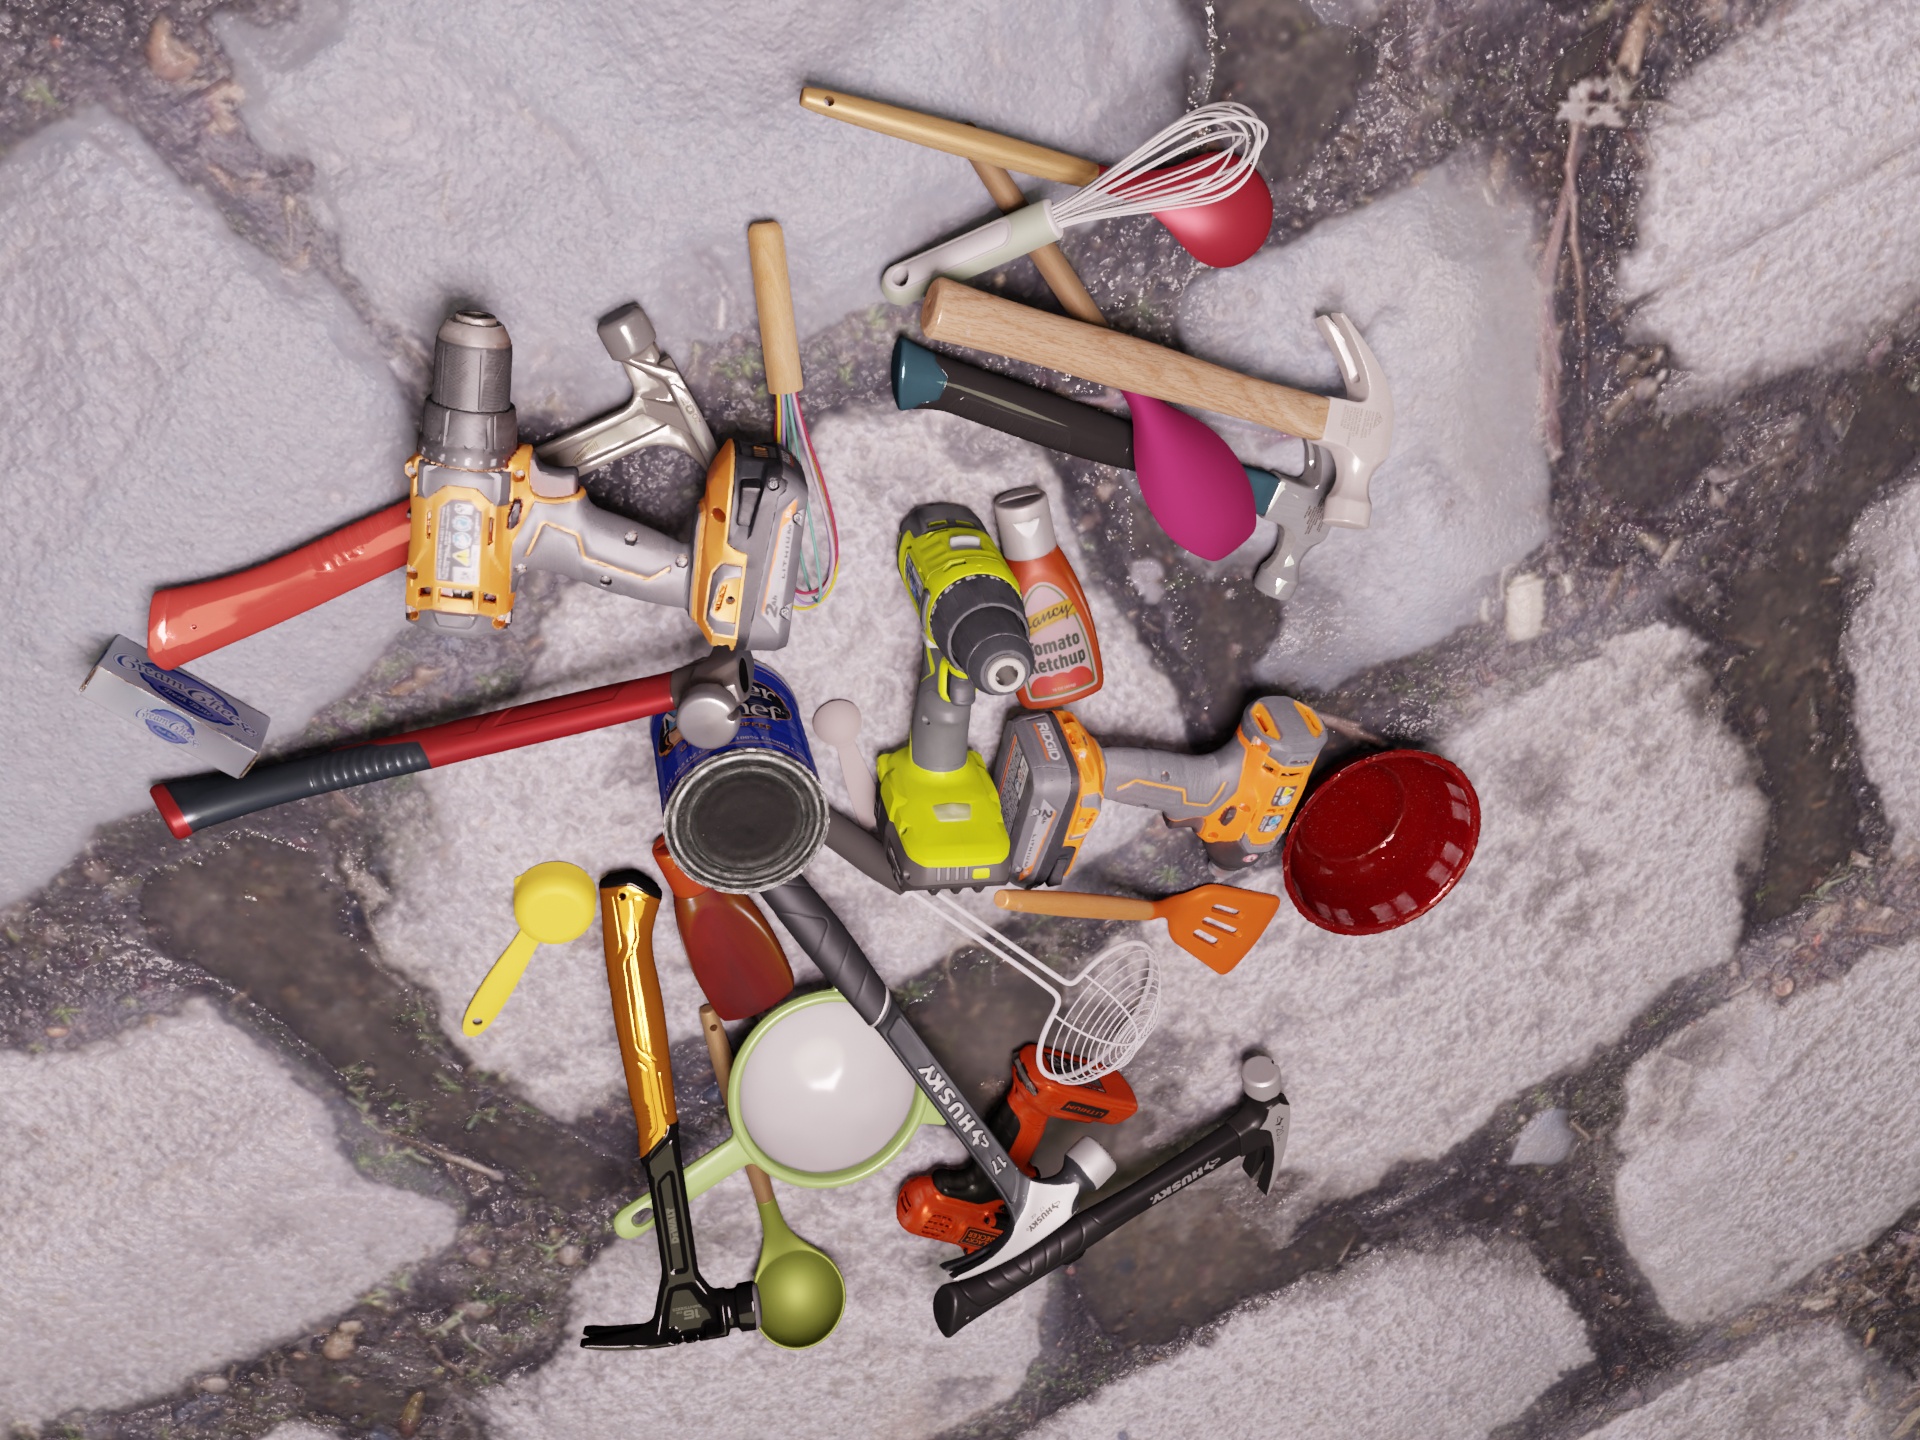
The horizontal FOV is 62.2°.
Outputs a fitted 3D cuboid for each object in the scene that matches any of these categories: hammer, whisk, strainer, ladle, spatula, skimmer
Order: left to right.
[{"bbox_3d":[-0.321,-0.113,0.972,0.359,0.037,0.149,-25,119,-2],"label":"hammer"},{"bbox_3d":[-0.321,0.007,1.010,0.386,0.143,0.038,-13,118,5],"label":"hammer"},{"bbox_3d":[-0.223,0.274,1.117,0.127,0.034,0.337,-7,93,-5],"label":"hammer"},{"bbox_3d":[-0.155,0.359,1.240,0.078,0.062,0.320,-20,117,-17],"label":"ladle"},{"bbox_3d":[-0.147,0.295,1.185,0.256,0.069,0.151,-33,105,-8],"label":"strainer"},{"bbox_3d":[-0.108,-0.183,0.989,0.047,0.051,0.244,-7,115,-5],"label":"whisk"},{"bbox_3d":[-0.052,0.224,1.145,0.149,0.036,0.408,-40,104,-17],"label":"hammer"},{"bbox_3d":[0.005,0.148,1.179,0.363,0.090,0.127,36,89,-15],"label":"skimmer"},{"bbox_3d":[0.056,-0.332,0.949,0.315,0.031,0.069,7,99,-21],"label":"ladle"},{"bbox_3d":[0.061,-0.297,0.931,0.246,0.058,0.059,-17,166,22],"label":"whisk"},{"bbox_3d":[0.126,0.402,1.293,0.335,0.035,0.146,-27,131,-16],"label":"hammer"},{"bbox_3d":[0.106,-0.180,1.049,0.330,0.033,0.128,15,112,-20],"label":"hammer"},{"bbox_3d":[0.129,0.143,1.164,0.322,0.041,0.081,12,116,-51],"label":"spatula"},{"bbox_3d":[0.131,-0.217,0.988,0.331,0.031,0.130,10,91,-24],"label":"hammer"}]

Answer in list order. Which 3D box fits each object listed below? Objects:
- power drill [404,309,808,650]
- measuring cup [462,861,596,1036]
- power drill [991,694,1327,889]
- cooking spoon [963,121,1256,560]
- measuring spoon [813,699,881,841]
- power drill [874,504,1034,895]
[{"bbox_3d":[-0.206,-0.134,0.930,0.226,0.084,0.185,5,113,-12],"label":"power drill"},{"bbox_3d":[-0.309,0.169,1.118,0.062,0.029,0.156,28,104,-25],"label":"measuring cup"},{"bbox_3d":[0.137,0.062,1.146,0.226,0.084,0.164,-3,134,-17],"label":"power drill"},{"bbox_3d":[0.092,-0.233,0.997,0.069,0.017,0.318,-39,108,-5],"label":"cooking spoon"},{"bbox_3d":[-0.072,0.041,1.122,0.034,0.018,0.124,-20,120,-4],"label":"measuring spoon"},{"bbox_3d":[-0.002,-0.003,1.024,0.080,0.191,0.228,-2,121,-14],"label":"power drill"}]
